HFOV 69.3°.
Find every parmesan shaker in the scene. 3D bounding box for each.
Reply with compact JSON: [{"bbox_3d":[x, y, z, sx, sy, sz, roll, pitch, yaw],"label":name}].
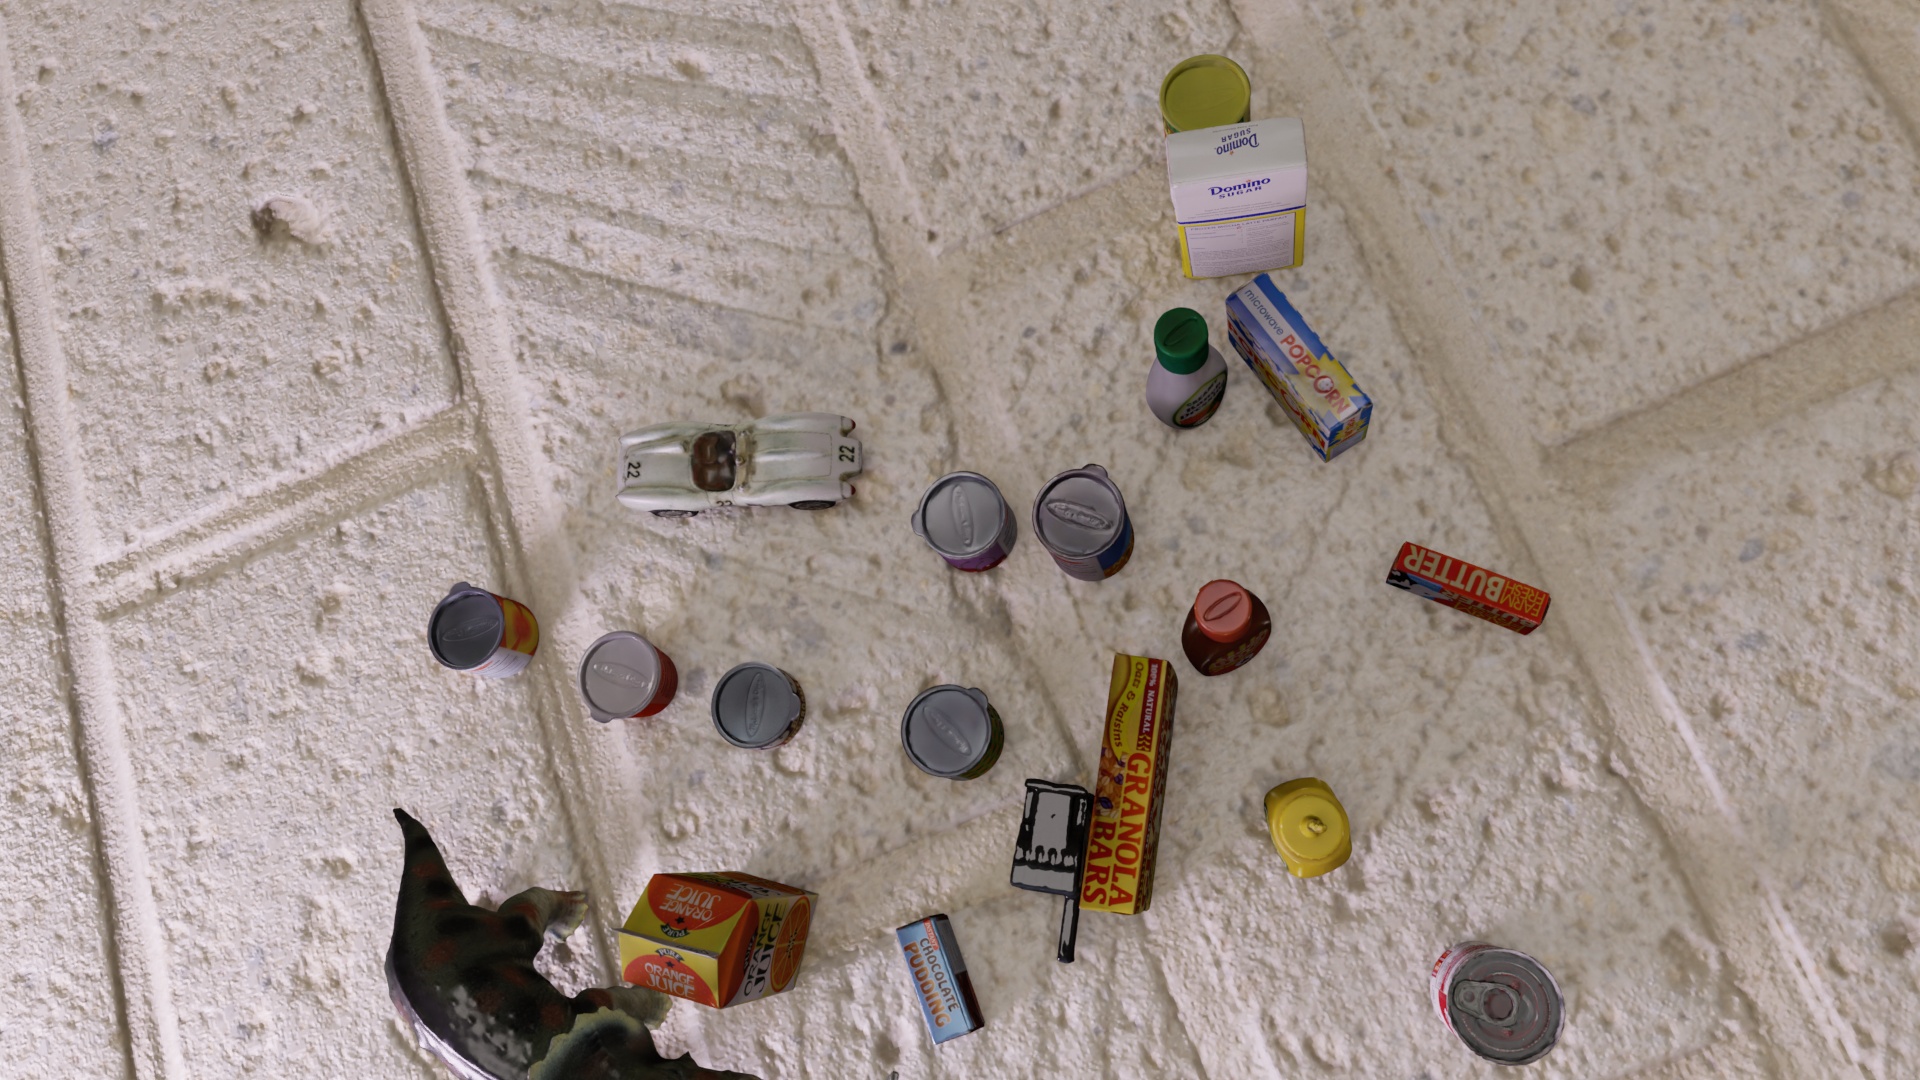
[{"bbox_3d":[0.188,-0.311,1.059,0.071,0.103,0.071,-3,77,11],"label":"parmesan shaker"}]

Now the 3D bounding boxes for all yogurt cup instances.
[{"bbox_3d":[-0.255,0.107,1.076,0.072,0.054,0.072,-3,76,11],"label":"yogurt cup"}]

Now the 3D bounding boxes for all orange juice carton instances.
[{"bbox_3d":[-0.166,0.269,0.945,0.072,0.192,0.073,12,80,14],"label":"orange juice carton"}]

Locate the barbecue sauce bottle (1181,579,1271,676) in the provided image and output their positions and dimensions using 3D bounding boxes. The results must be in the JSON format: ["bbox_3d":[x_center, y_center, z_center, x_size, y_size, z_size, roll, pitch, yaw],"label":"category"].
[{"bbox_3d":[0.180,0.057,0.947,0.065,0.148,0.044,-34,73,3],"label":"barbecue sauce bottle"}]

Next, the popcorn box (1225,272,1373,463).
[{"bbox_3d":[0.244,-0.125,1.011,0.038,0.085,0.127,-35,72,2],"label":"popcorn box"}]

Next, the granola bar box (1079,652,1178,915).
[{"bbox_3d":[0.118,0.168,0.946,0.039,0.124,0.166,7,78,13],"label":"granola bar box"}]

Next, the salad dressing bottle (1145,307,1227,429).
[{"bbox_3d":[0.161,-0.123,0.996,0.064,0.147,0.044,-40,72,1],"label":"salad dressing bottle"}]

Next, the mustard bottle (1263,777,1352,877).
[{"bbox_3d":[0.225,0.185,0.901,0.049,0.160,0.065,-20,74,7],"label":"mustard bottle"}]

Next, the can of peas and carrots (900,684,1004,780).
[{"bbox_3d":[-0.003,0.139,1.013,0.071,0.058,0.071,-3,76,11],"label":"can of peas and carrots"}]

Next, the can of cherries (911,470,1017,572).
[{"bbox_3d":[0.004,-0.013,1.049,0.071,0.058,0.071,-3,76,11],"label":"can of cherries"}]

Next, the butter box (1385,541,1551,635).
[{"bbox_3d":[0.352,0.033,0.967,0.103,0.053,0.024,22,83,16],"label":"butter box"}]

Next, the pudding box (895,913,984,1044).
[{"bbox_3d":[-0.014,0.308,0.979,0.030,0.049,0.084,-23,73,6],"label":"pudding box"}]

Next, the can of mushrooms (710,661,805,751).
[{"bbox_3d":[-0.151,0.127,1.060,0.071,0.033,0.071,-3,76,11],"label":"can of mushrooms"}]

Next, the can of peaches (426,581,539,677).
[{"bbox_3d":[-0.380,0.072,1.109,0.071,0.058,0.071,-3,76,11],"label":"can of peaches"}]

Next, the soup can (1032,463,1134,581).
[{"bbox_3d":[0.093,-0.012,1.016,0.071,0.083,0.071,-3,76,11],"label":"soup can"}]
